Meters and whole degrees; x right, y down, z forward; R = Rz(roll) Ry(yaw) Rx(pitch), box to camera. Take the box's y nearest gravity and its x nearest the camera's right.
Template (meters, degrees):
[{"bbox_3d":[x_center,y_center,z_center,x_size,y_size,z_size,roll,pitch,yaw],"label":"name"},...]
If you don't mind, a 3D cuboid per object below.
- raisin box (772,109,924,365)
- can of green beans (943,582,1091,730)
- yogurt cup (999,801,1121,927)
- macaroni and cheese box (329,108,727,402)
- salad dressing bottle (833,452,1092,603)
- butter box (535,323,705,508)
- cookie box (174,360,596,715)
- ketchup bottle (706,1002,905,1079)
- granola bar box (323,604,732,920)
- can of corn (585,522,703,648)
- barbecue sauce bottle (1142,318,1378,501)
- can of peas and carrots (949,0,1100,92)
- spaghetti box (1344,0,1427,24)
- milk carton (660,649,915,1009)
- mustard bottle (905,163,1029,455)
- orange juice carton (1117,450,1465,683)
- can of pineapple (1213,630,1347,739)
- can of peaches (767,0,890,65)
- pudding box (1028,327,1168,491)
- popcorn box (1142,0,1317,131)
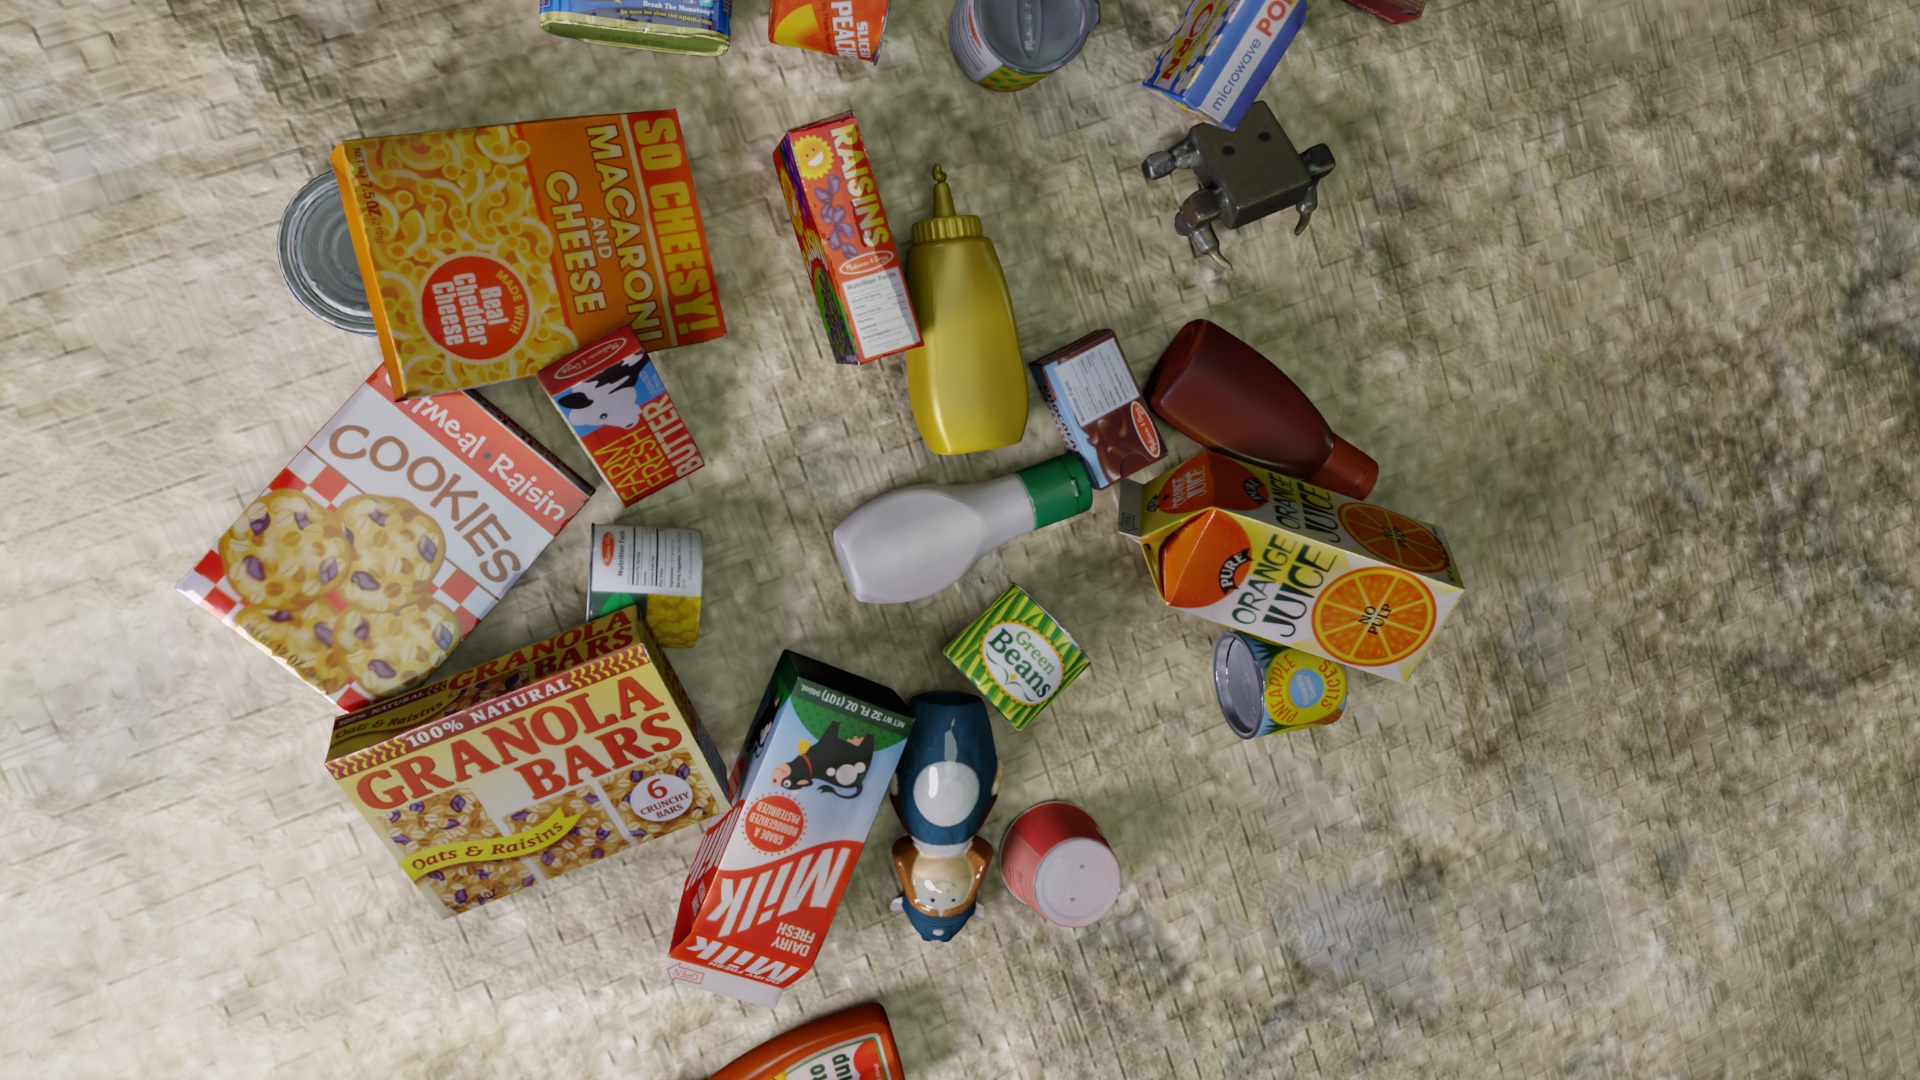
[{"bbox_3d":[-0.061,-0.158,0.743,0.040,0.086,0.123,-19,101,-9],"label":"raisin box"},{"bbox_3d":[0.032,0.067,0.801,0.058,0.071,0.071,-44,104,-5],"label":"can of green beans"},{"bbox_3d":[0.062,0.196,0.829,0.072,0.054,0.072,-1,96,-13],"label":"yogurt cup"},{"bbox_3d":[-0.215,-0.147,0.705,0.167,0.040,0.123,-17,100,-30],"label":"macaroni and cheese box"},{"bbox_3d":[0.003,-0.010,0.798,0.148,0.044,0.064,-20,99,-12],"label":"salad dressing bottle"},{"bbox_3d":[-0.175,-0.063,0.724,0.053,0.103,0.024,-31,58,-9],"label":"butter box"},{"bbox_3d":[-0.295,-0.003,0.725,0.123,0.040,0.167,42,86,-15],"label":"cookie box"},{"bbox_3d":[-0.108,0.321,0.806,0.149,0.043,0.064,-14,100,-12],"label":"ketchup bottle"},{"bbox_3d":[-0.220,0.117,0.725,0.166,0.039,0.123,-21,124,-2],"label":"granola bar box"},{"bbox_3d":[-0.171,0.026,0.748,0.058,0.071,0.071,3,96,-15],"label":"can of corn"},{"bbox_3d":[0.185,-0.070,0.837,0.148,0.044,0.065,30,89,-16],"label":"barbecue sauce bottle"},{"bbox_3d":[0.034,-0.286,0.767,0.071,0.059,0.071,-2,97,-15],"label":"can of peas and carrots"},{"bbox_3d":[0.165,-0.374,0.806,0.250,0.029,0.050,18,92,-15],"label":"spaghetti box"},{"bbox_3d":[-0.099,0.166,0.775,0.072,0.073,0.190,22,91,-16],"label":"milk carton"},{"bbox_3d":[-0.001,-0.130,0.780,0.065,0.049,0.160,-10,98,-21],"label":"mustard bottle"},{"bbox_3d":[0.182,0.008,0.807,0.193,0.072,0.072,18,121,-4],"label":"orange juice carton"},{"bbox_3d":[0.194,0.084,0.842,0.058,0.071,0.071,-8,98,-14],"label":"can of pineapple"},{"bbox_3d":[-0.069,-0.290,0.735,0.058,0.071,0.071,6,95,-14],"label":"can of peaches"},{"bbox_3d":[0.081,-0.077,0.817,0.050,0.030,0.083,-29,102,-11],"label":"pudding box"},{"bbox_3d":[0.158,-0.294,0.768,0.038,0.085,0.126,27,106,-17],"label":"popcorn box"}]
